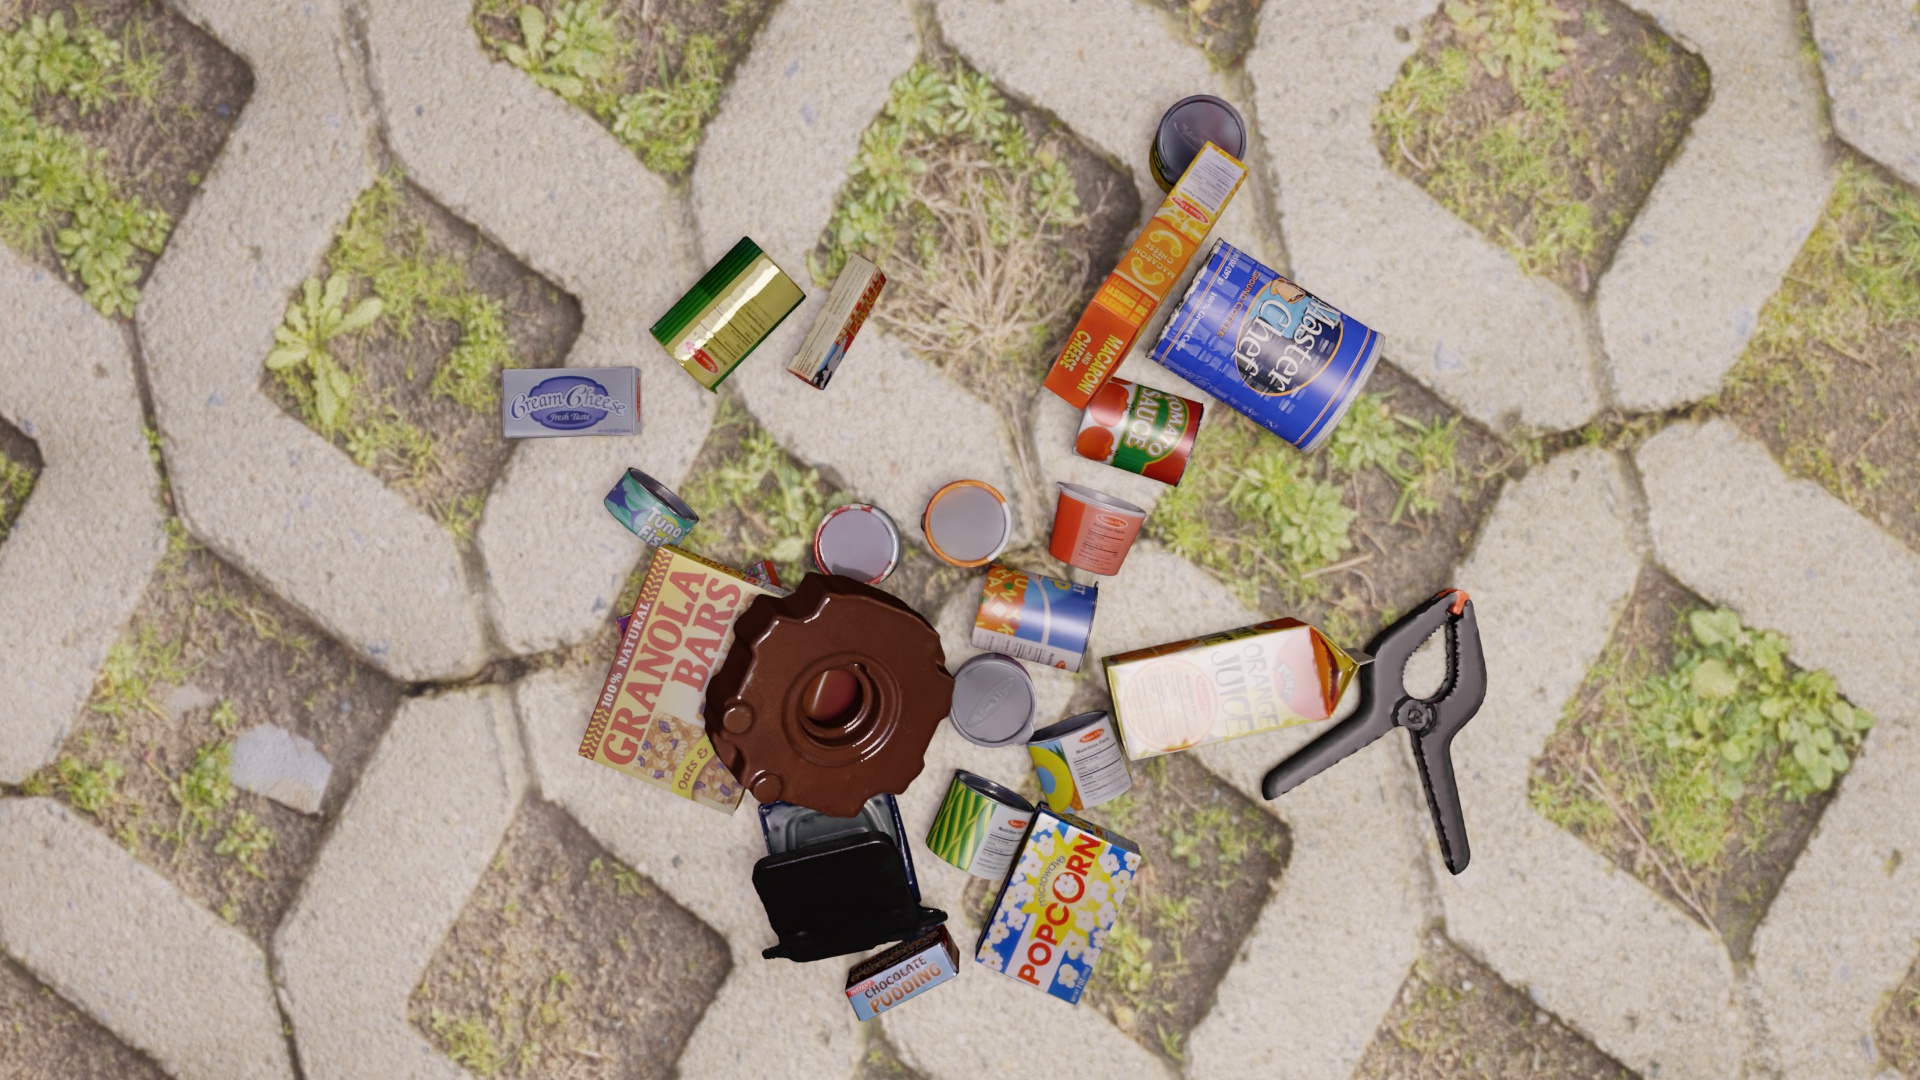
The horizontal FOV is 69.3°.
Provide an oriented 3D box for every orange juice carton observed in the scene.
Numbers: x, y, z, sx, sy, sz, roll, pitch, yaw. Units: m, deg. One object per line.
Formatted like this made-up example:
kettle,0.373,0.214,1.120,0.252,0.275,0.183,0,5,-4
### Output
orange juice carton,0.208,0.105,1.034,0.193,0.072,0.073,-12,90,2

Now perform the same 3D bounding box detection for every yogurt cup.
yogurt cup,0.100,-0.007,1.042,0.072,0.072,0.054,18,99,2

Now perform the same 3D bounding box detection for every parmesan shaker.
parmesan shaker,-0.173,-0.170,1.050,0.103,0.071,0.071,-44,89,1

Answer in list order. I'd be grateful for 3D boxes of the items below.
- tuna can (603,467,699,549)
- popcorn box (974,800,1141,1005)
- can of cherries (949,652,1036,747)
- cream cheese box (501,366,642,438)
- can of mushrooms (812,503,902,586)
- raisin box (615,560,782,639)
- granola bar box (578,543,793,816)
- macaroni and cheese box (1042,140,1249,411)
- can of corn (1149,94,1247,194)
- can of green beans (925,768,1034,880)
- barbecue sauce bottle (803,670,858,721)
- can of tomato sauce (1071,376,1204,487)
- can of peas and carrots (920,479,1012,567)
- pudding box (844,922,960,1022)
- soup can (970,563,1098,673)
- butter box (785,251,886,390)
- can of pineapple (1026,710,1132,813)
tuna can,-0.232,-0.022,1.048,0.071,0.071,0.033,39,93,1
popcorn box,0.074,0.275,1.054,0.085,0.038,0.126,24,91,2
can of cherries,0.025,0.121,1.046,0.071,0.058,0.071,0,90,1
cream cheese box,-0.300,-0.106,1.072,0.104,0.024,0.053,-1,90,2
can of mushrooms,-0.081,0.005,1.062,0.071,0.033,0.071,0,91,1
raisin box,-0.189,0.077,1.062,0.123,0.040,0.086,-21,90,2
granola bar box,-0.191,0.101,1.022,0.124,0.039,0.165,22,95,-2
macaroni and cheese box,0.130,-0.184,0.980,0.040,0.123,0.167,34,65,2
can of corn,0.176,-0.291,1.042,0.071,0.058,0.071,0,90,2
can of green beans,0.014,0.214,1.043,0.071,0.071,0.058,24,92,1
barbecue sauce bottle,-0.094,0.112,1.052,0.065,0.044,0.148,33,96,-38
can of tomato sauce,0.132,-0.084,1.037,0.083,0.071,0.071,18,91,2
can of peas and carrots,0.004,-0.013,1.046,0.071,0.059,0.071,0,90,2
pudding box,-0.043,0.326,1.052,0.084,0.049,0.030,-27,91,2
soup can,0.056,0.055,1.042,0.084,0.071,0.071,14,91,2
butter box,-0.093,-0.165,1.052,0.024,0.053,0.103,30,90,4
can of pineapple,0.088,0.166,1.042,0.071,0.071,0.058,-20,90,2
